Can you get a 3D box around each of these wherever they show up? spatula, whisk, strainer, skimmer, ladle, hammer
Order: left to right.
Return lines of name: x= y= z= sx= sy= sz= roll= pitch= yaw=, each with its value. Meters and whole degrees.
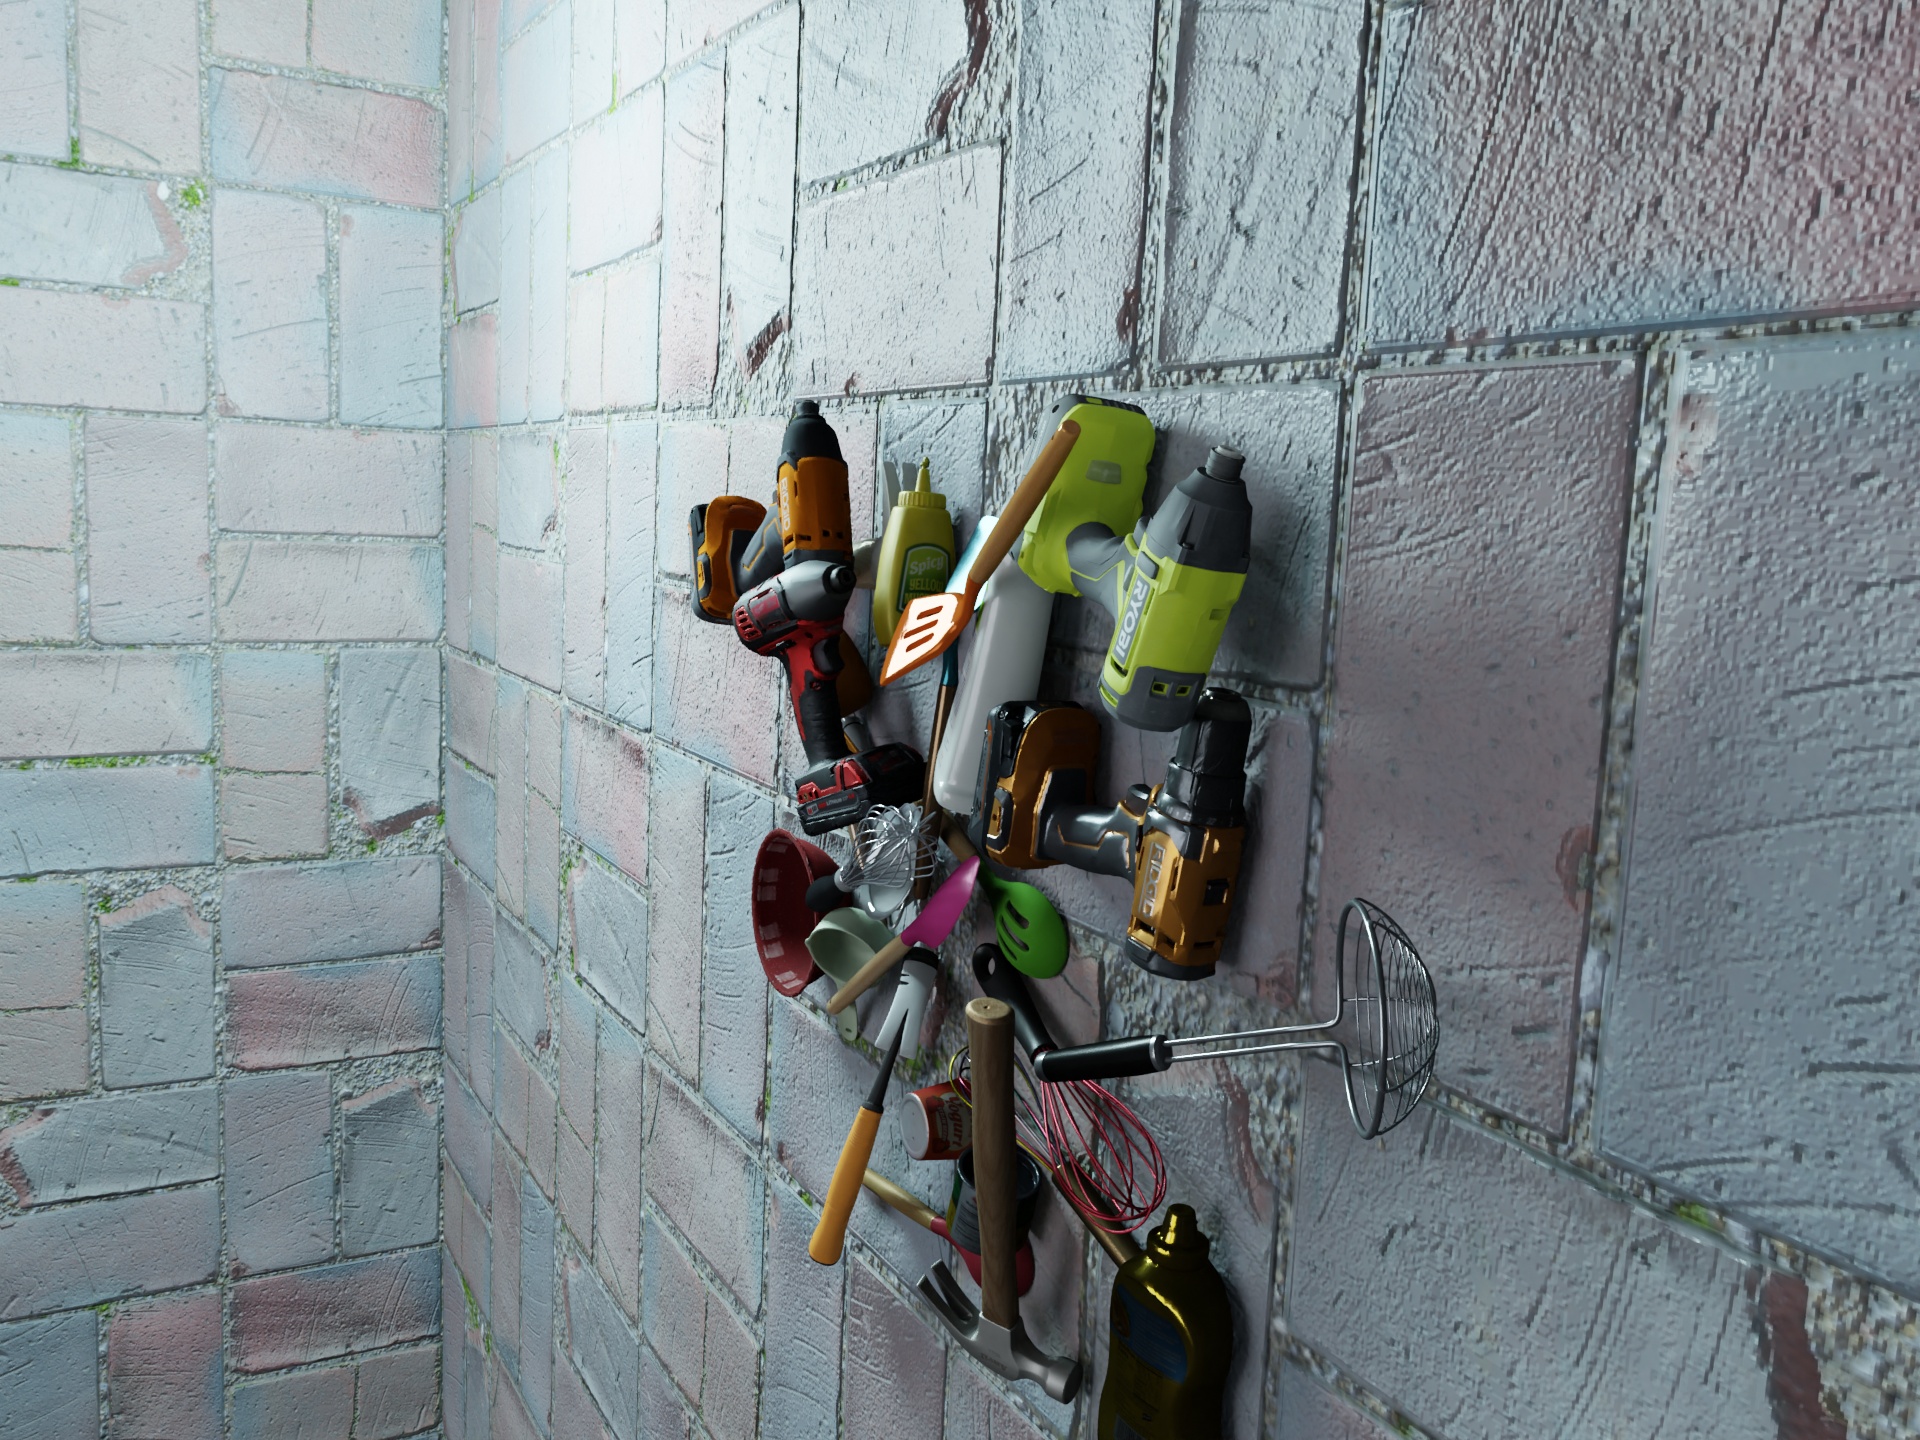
hammer: x=-0.147 y=-0.159 z=1.535 sx=0.411 sy=0.038 sz=0.146 roll=6 pitch=95 yaw=60
whisk: x=-0.082 y=0.125 z=1.322 sx=0.284 sy=0.070 sz=0.070 roll=140 pitch=123 yaw=-63
hammer: x=-0.083 y=0.361 z=1.388 sx=0.127 sy=0.034 sz=0.336 roll=-72 pitch=0 yaw=-60
strainer: x=-0.071 y=0.083 z=1.411 sx=0.087 sy=0.050 sz=0.259 roll=-46 pitch=44 yaw=29
ladle: x=-0.030 y=0.426 z=1.372 sx=0.315 sy=0.031 sz=0.069 roll=2 pitch=93 yaw=62
spatula: x=-0.002 y=-0.004 z=1.275 sx=0.082 sy=0.044 sz=0.317 roll=33 pitch=118 yaw=55
spatula: x=0.011 y=-0.115 z=1.093 sx=0.322 sy=0.041 sz=0.081 roll=126 pitch=164 yaw=-60
hammer: x=0.024 y=0.342 z=1.143 sx=0.130 sy=0.031 sz=0.331 roll=14 pitch=120 yaw=31
whisk: x=0.062 y=0.325 z=1.189 sx=0.245 sy=0.047 sz=0.051 roll=45 pitch=128 yaw=46
whisk: x=0.069 y=0.257 z=1.159 sx=0.296 sy=0.073 sz=0.073 roll=-125 pitch=43 yaw=-53
skimmer: x=0.142 y=0.193 z=0.959 sx=0.363 sy=0.090 sz=0.127 roll=-23 pitch=62 yaw=50

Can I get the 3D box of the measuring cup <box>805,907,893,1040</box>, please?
measuring cup: x=-0.097 y=0.234 z=1.461 sx=0.083 sy=0.038 sz=0.167 roll=19 pitch=137 yaw=16

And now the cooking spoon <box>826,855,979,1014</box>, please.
cooking spoon: x=-0.054 y=0.191 z=1.332 sx=0.318 sy=0.017 sz=0.069 roll=-49 pitch=21 yaw=52

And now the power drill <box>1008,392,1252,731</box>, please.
power drill: x=0.109 y=-0.118 z=1.006 sx=0.223 sy=0.080 sz=0.171 roll=-121 pitch=42 yaw=-57

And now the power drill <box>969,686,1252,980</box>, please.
power drill: x=0.105 y=0.047 z=1.066 sx=0.226 sy=0.084 sz=0.185 roll=28 pitch=113 yaw=52

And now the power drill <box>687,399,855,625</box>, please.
power drill: x=-0.174 y=-0.187 z=1.471 sx=0.226 sy=0.084 sz=0.164 roll=-23 pitch=68 yaw=54

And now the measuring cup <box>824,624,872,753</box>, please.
measuring cup: x=-0.095 y=-0.014 z=1.430 sx=0.174 sy=0.052 sz=0.095 roll=55 pitch=165 yaw=24

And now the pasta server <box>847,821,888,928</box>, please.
pasta server: x=-0.116 y=0.047 z=1.490 sx=0.040 sy=0.060 sz=0.316 roll=-19 pitch=72 yaw=14

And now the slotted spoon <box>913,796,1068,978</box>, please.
slotted spoon: x=0.000 y=0.104 z=1.302 sx=0.314 sy=0.031 sz=0.070 roll=49 pitch=130 yaw=50

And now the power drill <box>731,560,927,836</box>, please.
power drill: x=-0.107 y=-0.024 z=1.330 sx=0.143 sy=0.078 sz=0.220 roll=-21 pitch=89 yaw=49
